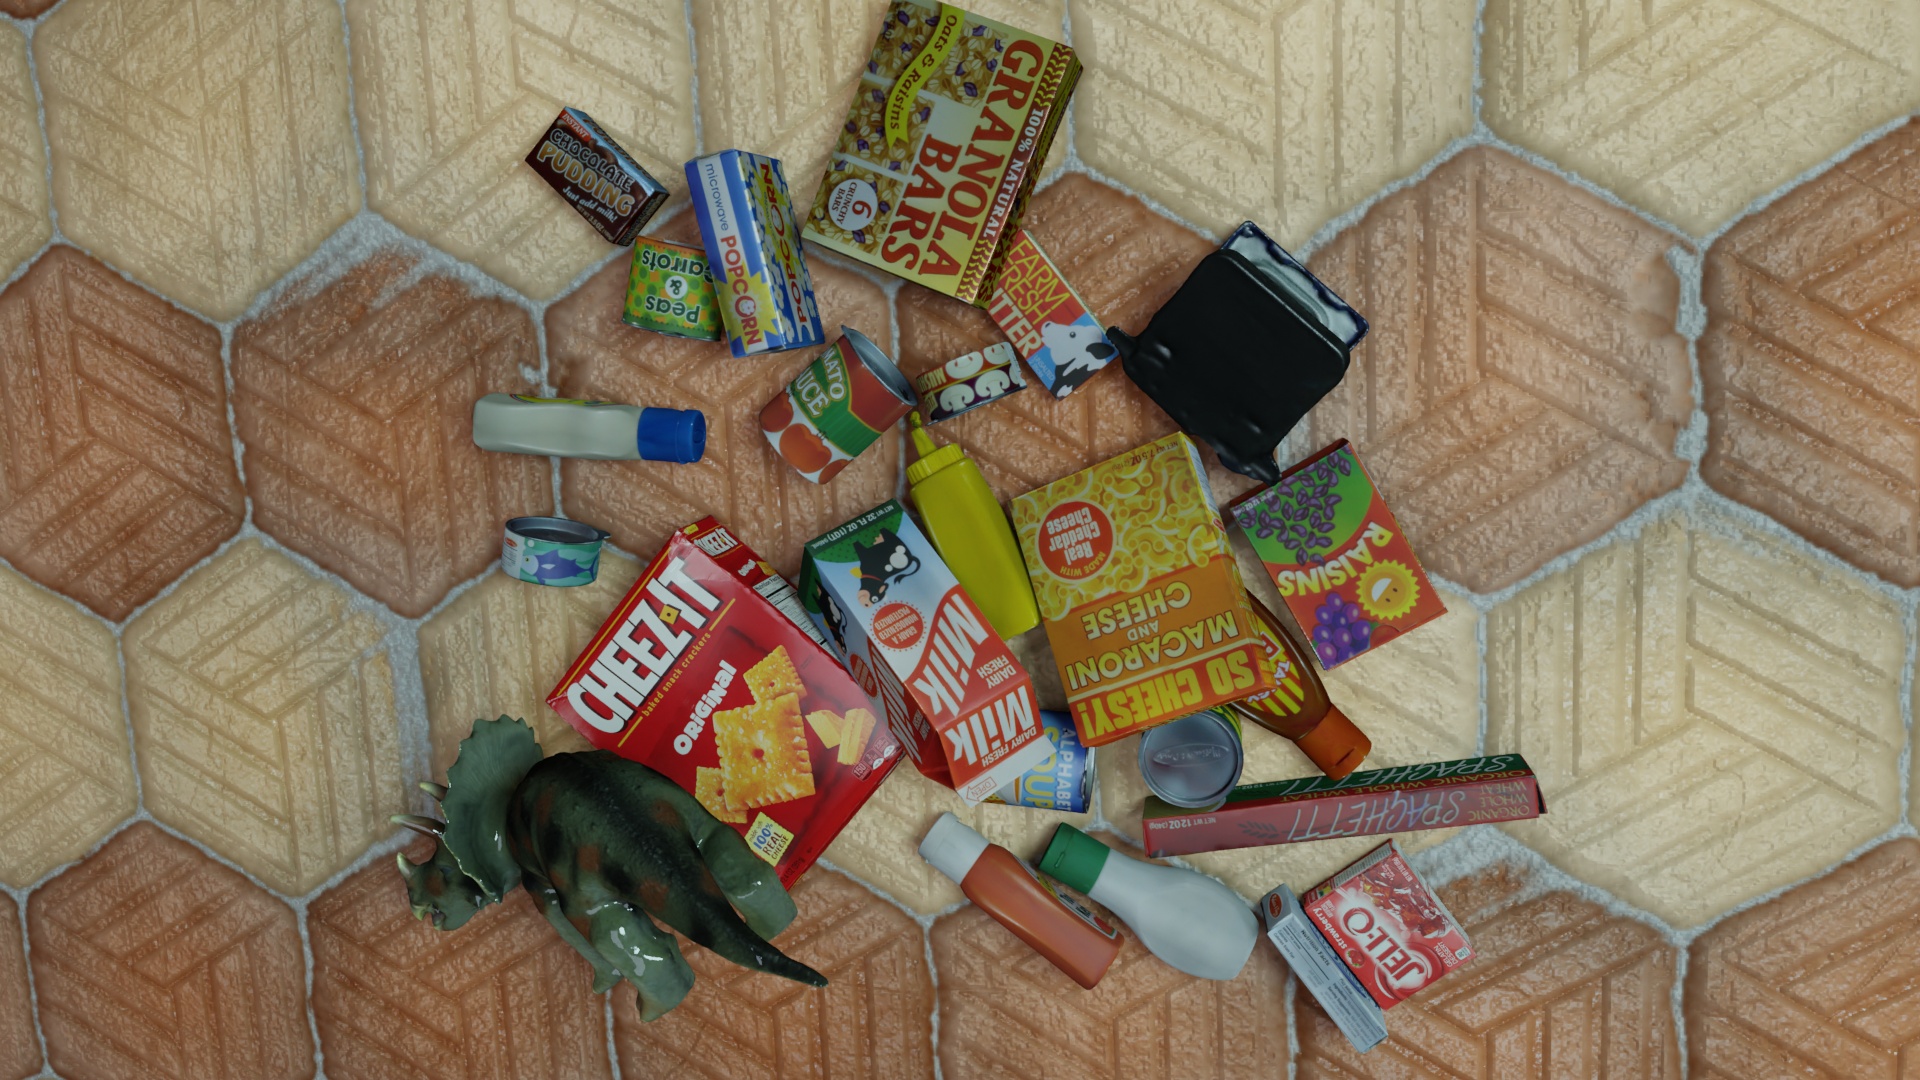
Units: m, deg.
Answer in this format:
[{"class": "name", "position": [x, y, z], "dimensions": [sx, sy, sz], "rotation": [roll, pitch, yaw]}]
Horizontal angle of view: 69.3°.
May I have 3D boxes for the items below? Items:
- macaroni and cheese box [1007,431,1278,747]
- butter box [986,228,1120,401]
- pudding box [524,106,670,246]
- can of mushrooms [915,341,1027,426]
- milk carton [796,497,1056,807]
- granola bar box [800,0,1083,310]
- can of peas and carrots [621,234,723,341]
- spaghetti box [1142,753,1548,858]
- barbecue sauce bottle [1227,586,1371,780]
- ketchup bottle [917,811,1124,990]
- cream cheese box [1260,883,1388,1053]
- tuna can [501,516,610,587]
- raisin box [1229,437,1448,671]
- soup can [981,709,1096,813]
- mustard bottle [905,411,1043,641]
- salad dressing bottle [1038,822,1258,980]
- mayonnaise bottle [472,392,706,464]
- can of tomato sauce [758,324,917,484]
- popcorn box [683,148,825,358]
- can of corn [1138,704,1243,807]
[{"class": "macaroni and cheese box", "position": [0.113, 0.032, 0.872], "dimensions": [0.123, 0.040, 0.167], "rotation": [-22, 73, 20]}, {"class": "butter box", "position": [0.053, -0.146, 0.898], "dimensions": [0.053, 0.024, 0.103], "rotation": [-38, 91, 13]}, {"class": "pudding box", "position": [-0.243, -0.244, 0.932], "dimensions": [0.084, 0.030, 0.049], "rotation": [44, 102, 1]}, {"class": "can of mushrooms", "position": [0.005, -0.100, 0.891], "dimensions": [0.071, 0.071, 0.033], "rotation": [-20, 94, 13]}, {"class": "milk carton", "position": [-0.022, 0.075, 0.878], "dimensions": [0.072, 0.073, 0.191], "rotation": [-29, 69, -25]}, {"class": "granola bar box", "position": [-0.012, -0.244, 0.873], "dimensions": [0.124, 0.039, 0.165], "rotation": [23, 96, 13]}, {"class": "can of peas and carrots", "position": [-0.186, -0.166, 0.913], "dimensions": [0.071, 0.071, 0.058], "rotation": [13, 101, 8]}, {"class": "spaghetti box", "position": [0.243, 0.172, 0.901], "dimensions": [0.250, 0.050, 0.028], "rotation": [-9, 96, 11]}, {"class": "barbecue sauce bottle", "position": [0.200, 0.091, 0.899], "dimensions": [0.148, 0.044, 0.065], "rotation": [44, 99, 1]}, {"class": "ketchup bottle", "position": [0.040, 0.243, 0.944], "dimensions": [0.149, 0.064, 0.043], "rotation": [35, 83, 11]}, {"class": "cream cheese box", "position": [0.239, 0.282, 0.917], "dimensions": [0.024, 0.053, 0.104], "rotation": [-38, 91, 12]}, {"class": "tuna can", "position": [-0.280, 0.008, 0.962], "dimensions": [0.071, 0.071, 0.032], "rotation": [13, 102, 8]}, {"class": "raisin box", "position": [0.239, 0.009, 0.882], "dimensions": [0.086, 0.040, 0.123], "rotation": [-30, 93, 12]}, {"class": "soup can", "position": [0.045, 0.145, 0.921], "dimensions": [0.084, 0.071, 0.071], "rotation": [4, 100, 10]}, {"class": "mustard bottle", "position": [0.003, -0.011, 0.910], "dimensions": [0.049, 0.065, 0.160], "rotation": [-28, 88, 13]}, {"class": "salad dressing bottle", "position": [0.125, 0.240, 0.937], "dimensions": [0.148, 0.044, 0.064], "rotation": [28, 99, 6]}, {"class": "mayonnaise bottle", "position": [-0.250, -0.076, 0.946], "dimensions": [0.148, 0.065, 0.041], "rotation": [4, 96, 5]}, {"class": "can of tomato sauce", "position": [-0.082, -0.088, 0.908], "dimensions": [0.083, 0.071, 0.071], "rotation": [-41, 90, 14]}, {"class": "popcorn box", "position": [-0.130, -0.183, 0.894], "dimensions": [0.038, 0.085, 0.126], "rotation": [-12, 97, 13]}, {"class": "can of corn", "position": [0.150, 0.131, 0.907], "dimensions": [0.071, 0.058, 0.071], "rotation": [2, 99, 10]}]
